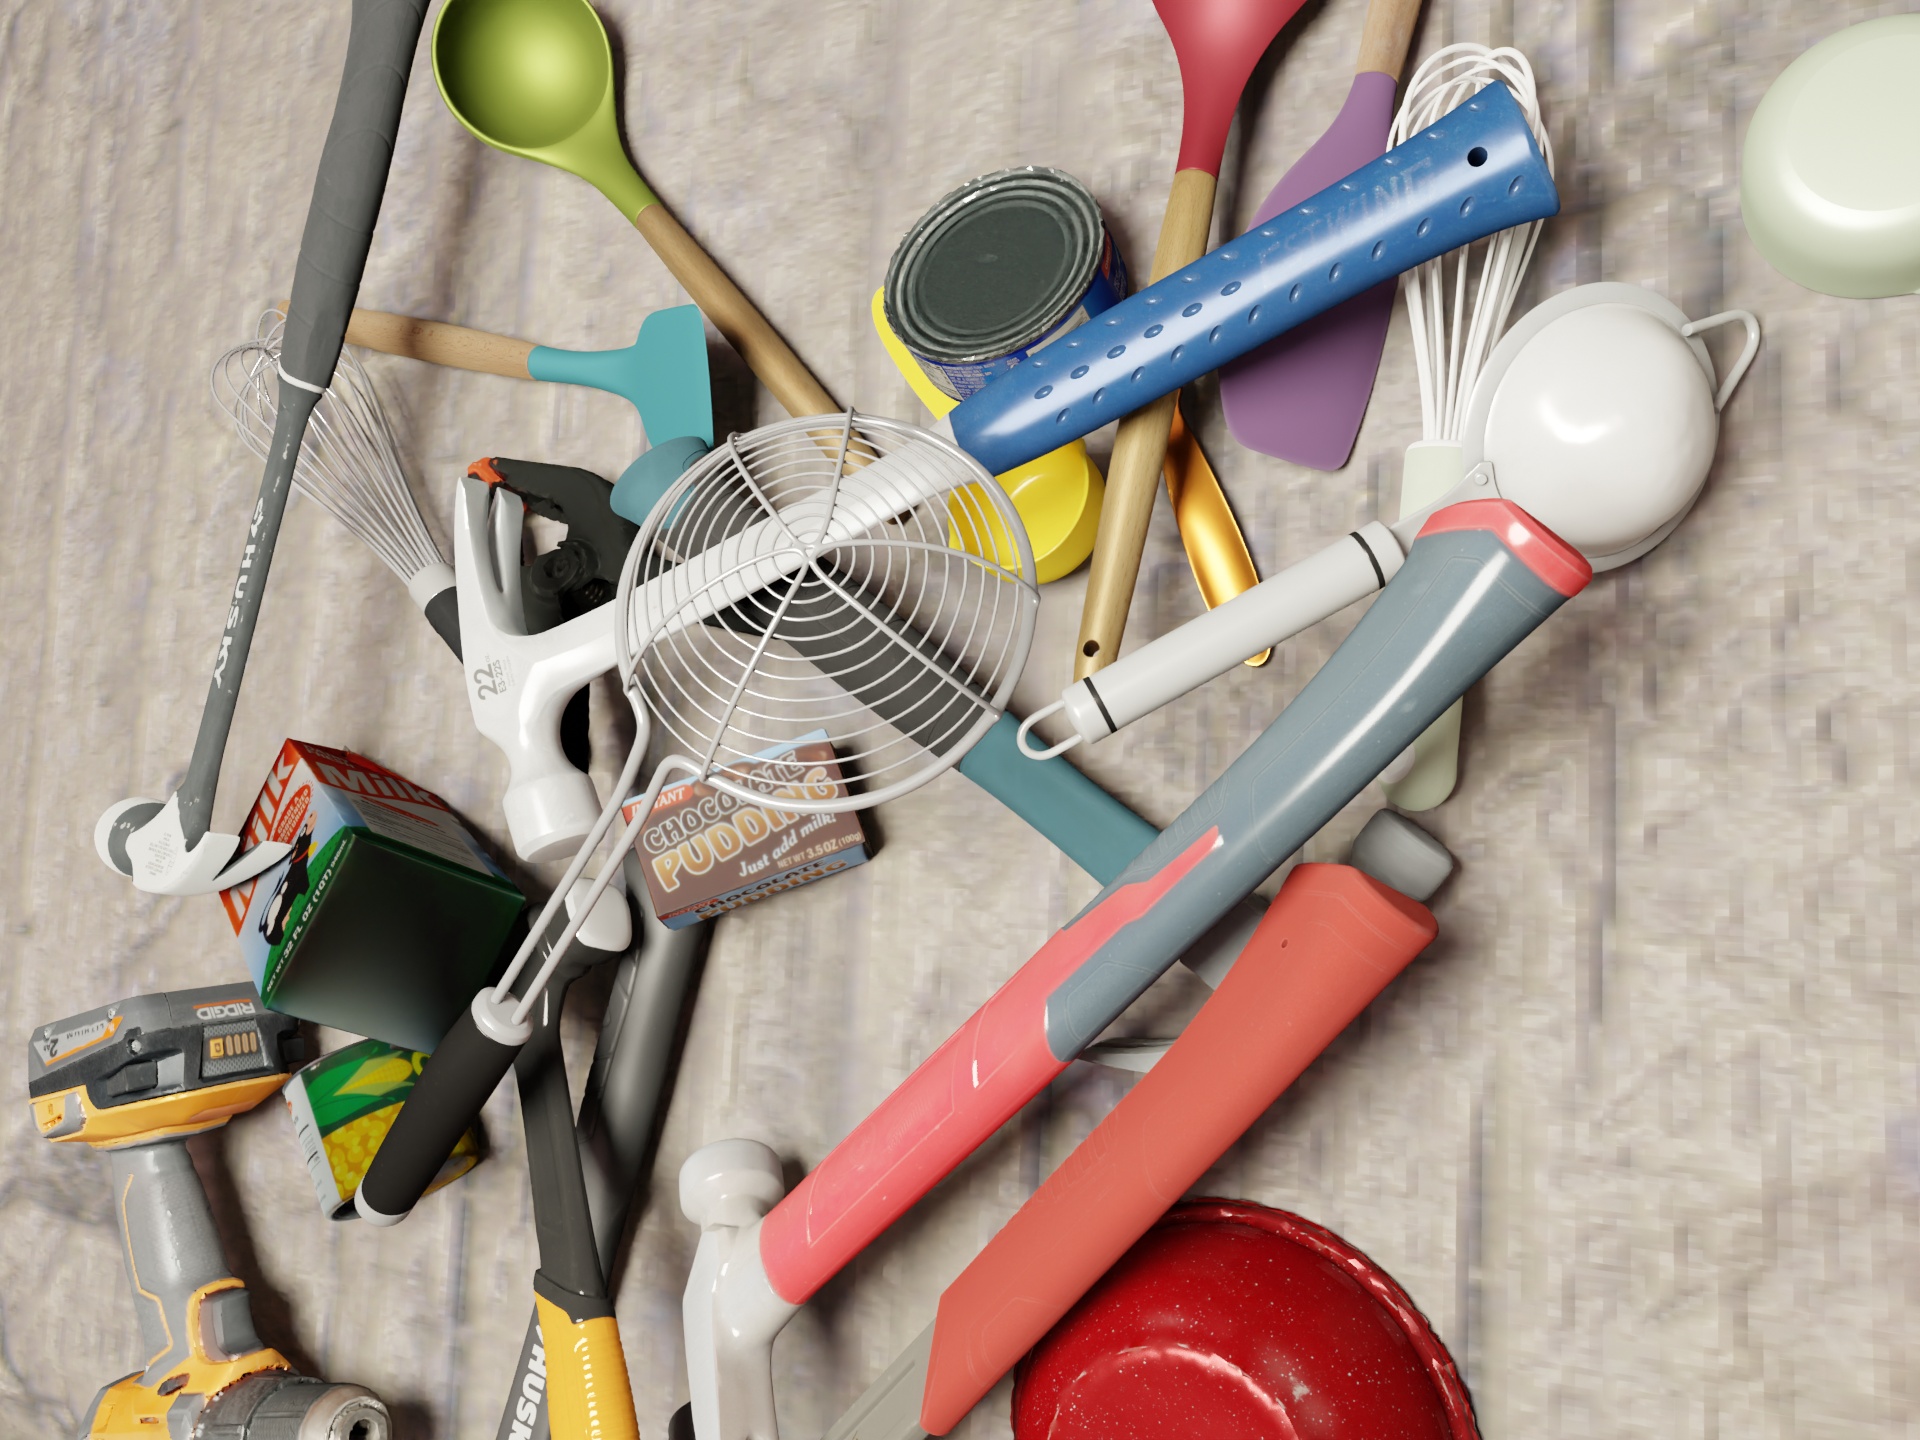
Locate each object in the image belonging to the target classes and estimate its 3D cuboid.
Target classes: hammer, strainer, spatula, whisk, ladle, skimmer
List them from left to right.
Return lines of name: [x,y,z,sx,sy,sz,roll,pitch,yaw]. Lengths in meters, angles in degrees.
hammer: [-0.278,-0.127,0.663,0.149,0.036,0.409,6,82,49]
whisk: [-0.252,-0.080,0.720,0.070,0.070,0.285,-45,71,16]
spatula: [-0.215,-0.164,0.713,0.318,0.044,0.082,16,120,31]
hammer: [-0.137,0.228,0.556,0.127,0.034,0.337,-38,54,28]
hammer: [-0.145,0.207,0.635,0.146,0.035,0.335,15,91,29]
skimmer: [-0.110,0.055,0.541,0.127,0.090,0.363,46,121,15]
ladle: [-0.119,-0.200,0.661,0.078,0.062,0.320,-38,69,-2]
hammer: [-0.010,-0.092,0.530,0.405,0.035,0.144,-25,76,20]
hammer: [-0.001,-0.002,0.565,0.331,0.033,0.128,38,103,19]
hammer: [0.019,0.187,0.498,0.359,0.036,0.149,-51,34,18]
hammer: [0.036,0.093,0.472,0.386,0.038,0.143,-48,36,24]
ladle: [0.074,-0.160,0.543,0.069,0.031,0.315,9,81,23]
spatula: [0.145,-0.241,0.538,0.059,0.018,0.316,16,88,-11]
strainer: [0.132,-0.051,0.470,0.258,0.050,0.086,-29,109,4]
whisk: [0.156,-0.094,0.508,0.058,0.059,0.246,-175,90,-65]

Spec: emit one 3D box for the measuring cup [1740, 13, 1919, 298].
measuring cup: [0.304,-0.181,0.439,0.167,0.038,0.083,-24,73,26]

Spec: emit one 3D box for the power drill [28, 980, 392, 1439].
power drill: [-0.325,0.232,0.694,0.185,0.084,0.226,-18,79,34]

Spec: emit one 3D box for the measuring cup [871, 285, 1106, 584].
measuring cup: [0.006,-0.113,0.605,0.062,0.029,0.157,-39,56,14]

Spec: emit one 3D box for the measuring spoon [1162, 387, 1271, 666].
measuring spoon: [0.087,-0.073,0.561,0.021,0.011,0.117,-24,77,24]
